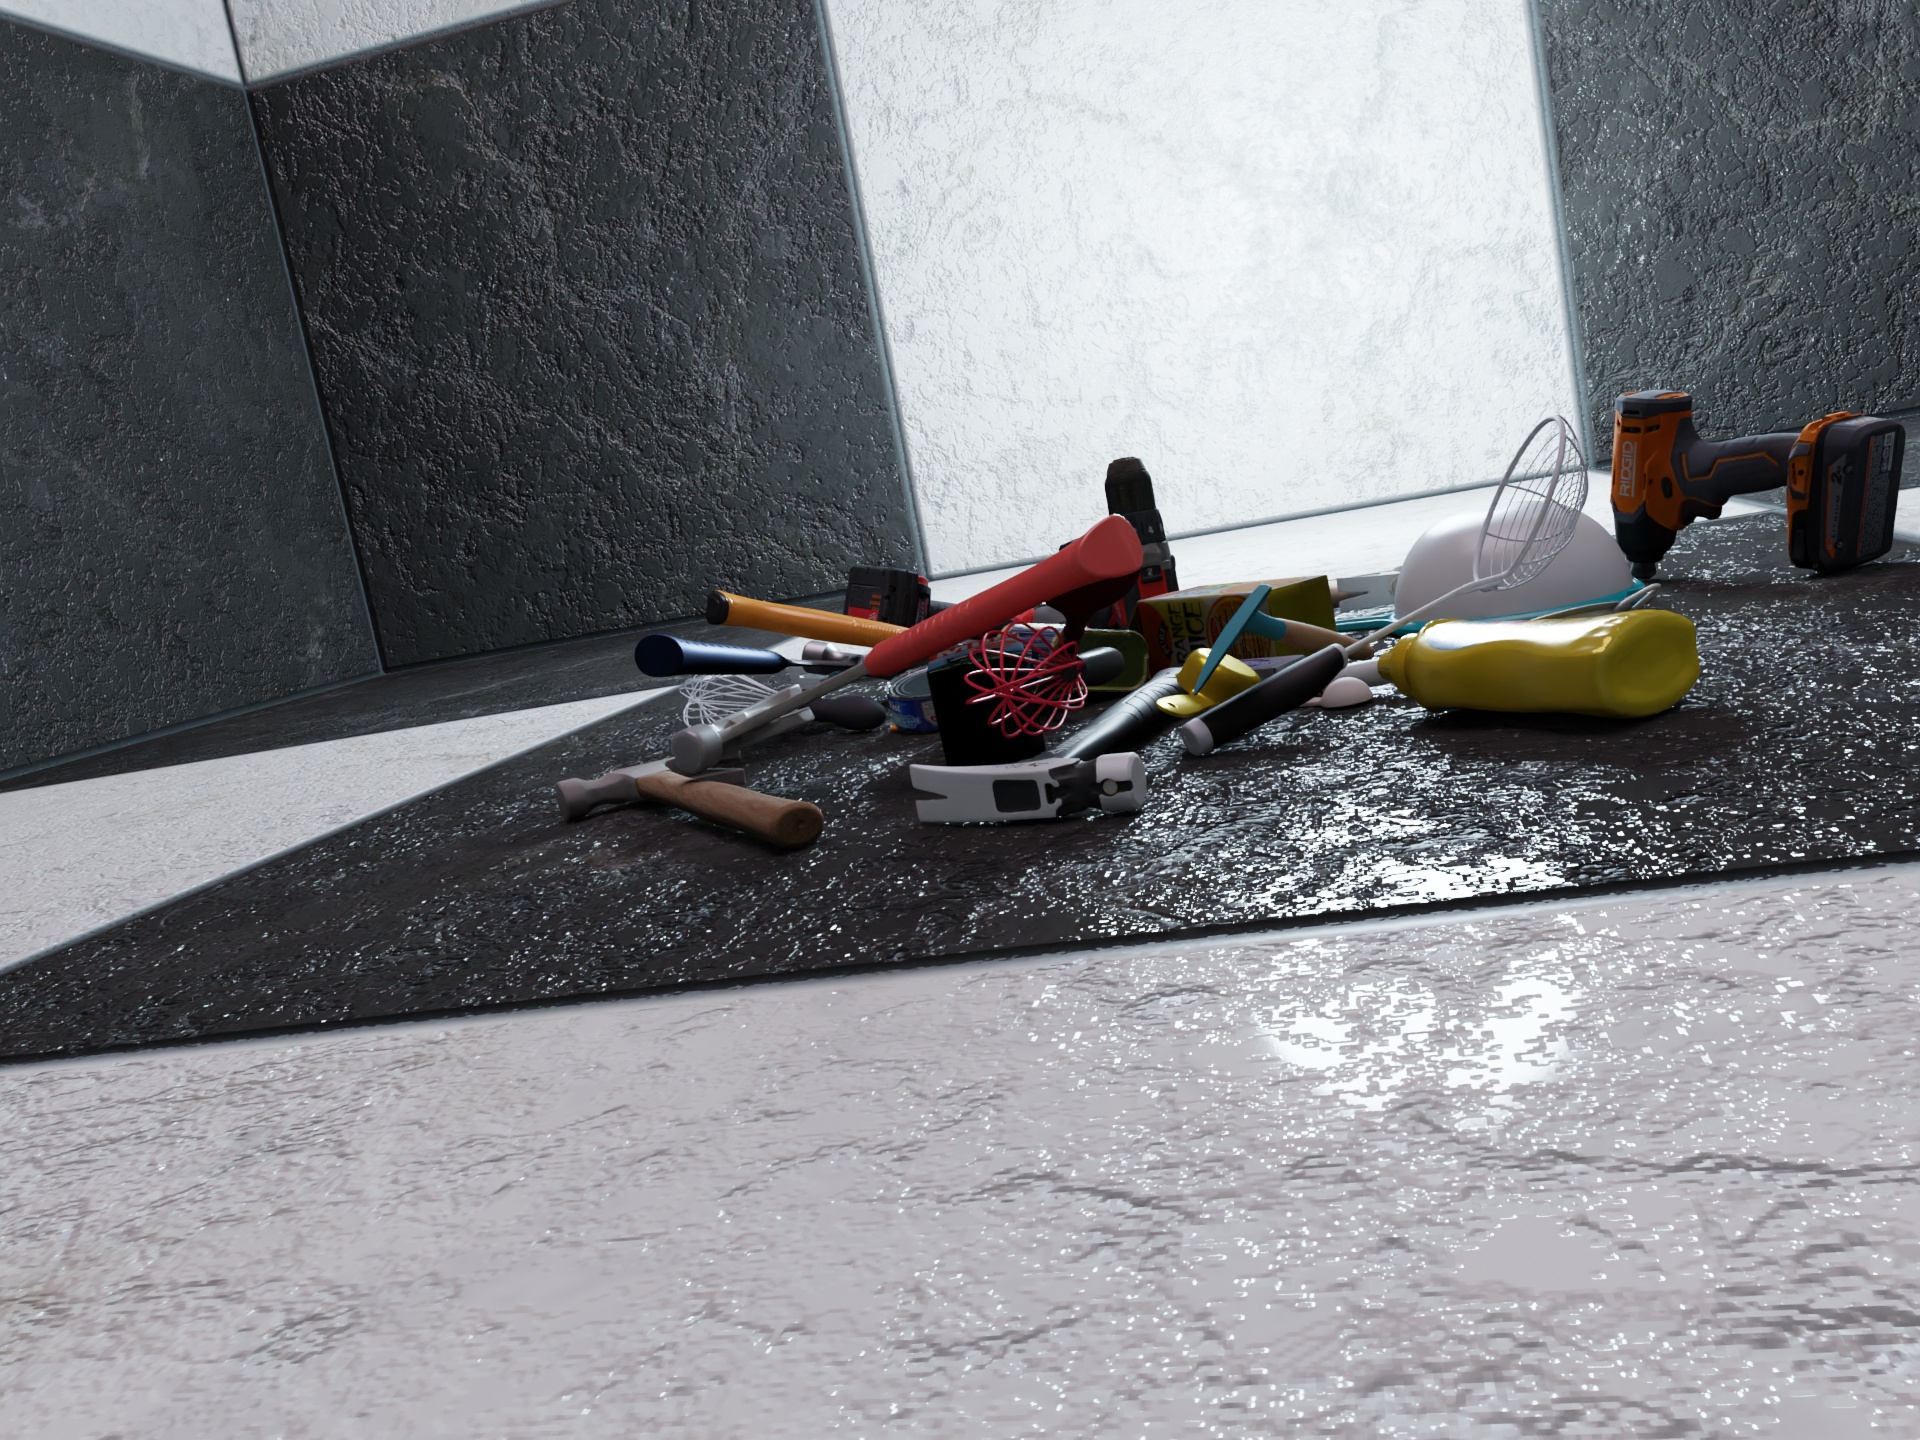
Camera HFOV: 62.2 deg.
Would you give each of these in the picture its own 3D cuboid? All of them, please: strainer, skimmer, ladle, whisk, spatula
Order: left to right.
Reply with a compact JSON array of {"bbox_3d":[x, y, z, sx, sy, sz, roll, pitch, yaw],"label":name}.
[{"bbox_3d":[-0.165,-0.014,1.453,0.070,0.070,0.285,-18,16,-42],"label":"whisk"},{"bbox_3d":[0.066,-0.031,1.034,0.073,0.073,0.296,-8,2,18],"label":"whisk"},{"bbox_3d":[0.076,-0.057,1.146,0.069,0.031,0.315,-9,-15,-7],"label":"ladle"},{"bbox_3d":[0.238,-0.053,1.110,0.044,0.082,0.317,42,20,28],"label":"spatula"},{"bbox_3d":[0.280,-0.091,1.060,0.363,0.090,0.127,-28,-16,-19],"label":"skimmer"},{"bbox_3d":[0.401,-0.128,1.365,0.340,0.095,0.211,-7,9,17],"label":"strainer"},{"bbox_3d":[0.335,-0.040,1.058,0.258,0.050,0.086,-11,-12,39],"label":"strainer"}]

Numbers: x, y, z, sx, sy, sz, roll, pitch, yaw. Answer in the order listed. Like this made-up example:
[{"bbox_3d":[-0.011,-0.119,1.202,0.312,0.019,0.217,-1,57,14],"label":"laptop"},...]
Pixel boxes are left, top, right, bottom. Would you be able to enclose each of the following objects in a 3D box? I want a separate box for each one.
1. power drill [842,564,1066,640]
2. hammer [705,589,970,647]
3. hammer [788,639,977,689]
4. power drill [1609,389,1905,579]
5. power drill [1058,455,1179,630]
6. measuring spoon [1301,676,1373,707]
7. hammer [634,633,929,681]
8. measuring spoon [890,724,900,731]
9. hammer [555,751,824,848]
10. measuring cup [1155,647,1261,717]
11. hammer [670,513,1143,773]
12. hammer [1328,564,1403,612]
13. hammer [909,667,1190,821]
[{"bbox_3d":[0.005,-0.097,1.561,0.219,0.078,0.143,7,4,-29],"label":"power drill"},{"bbox_3d":[-0.060,-0.076,1.432,0.337,0.034,0.127,9,8,-3],"label":"hammer"},{"bbox_3d":[-0.037,-0.075,1.763,0.331,0.033,0.128,-8,8,17],"label":"hammer"},{"bbox_3d":[0.646,-0.185,1.322,0.084,0.164,0.227,-15,22,-30],"label":"power drill"},{"bbox_3d":[0.154,-0.149,1.518,0.080,0.188,0.227,-11,4,-6],"label":"power drill"},{"bbox_3d":[0.232,-0.020,1.111,0.034,0.018,0.124,-17,10,-38],"label":"measuring spoon"},{"bbox_3d":[-0.154,-0.052,1.403,0.144,0.035,0.405,9,4,20],"label":"hammer"},{"bbox_3d":[-0.002,-0.004,1.339,0.117,0.011,0.021,-15,19,-4],"label":"measuring spoon"},{"bbox_3d":[-0.171,0.053,1.082,0.130,0.031,0.331,-15,10,-27],"label":"hammer"},{"bbox_3d":[0.161,-0.023,1.051,0.062,0.029,0.156,31,16,17],"label":"measuring cup"},{"bbox_3d":[-0.030,-0.050,1.055,0.359,0.037,0.149,-24,2,35],"label":"hammer"},{"bbox_3d":[0.254,-0.113,1.621,0.411,0.038,0.146,-4,5,43],"label":"hammer"},{"bbox_3d":[0.090,0.009,1.040,0.146,0.035,0.335,-6,9,24],"label":"hammer"}]
